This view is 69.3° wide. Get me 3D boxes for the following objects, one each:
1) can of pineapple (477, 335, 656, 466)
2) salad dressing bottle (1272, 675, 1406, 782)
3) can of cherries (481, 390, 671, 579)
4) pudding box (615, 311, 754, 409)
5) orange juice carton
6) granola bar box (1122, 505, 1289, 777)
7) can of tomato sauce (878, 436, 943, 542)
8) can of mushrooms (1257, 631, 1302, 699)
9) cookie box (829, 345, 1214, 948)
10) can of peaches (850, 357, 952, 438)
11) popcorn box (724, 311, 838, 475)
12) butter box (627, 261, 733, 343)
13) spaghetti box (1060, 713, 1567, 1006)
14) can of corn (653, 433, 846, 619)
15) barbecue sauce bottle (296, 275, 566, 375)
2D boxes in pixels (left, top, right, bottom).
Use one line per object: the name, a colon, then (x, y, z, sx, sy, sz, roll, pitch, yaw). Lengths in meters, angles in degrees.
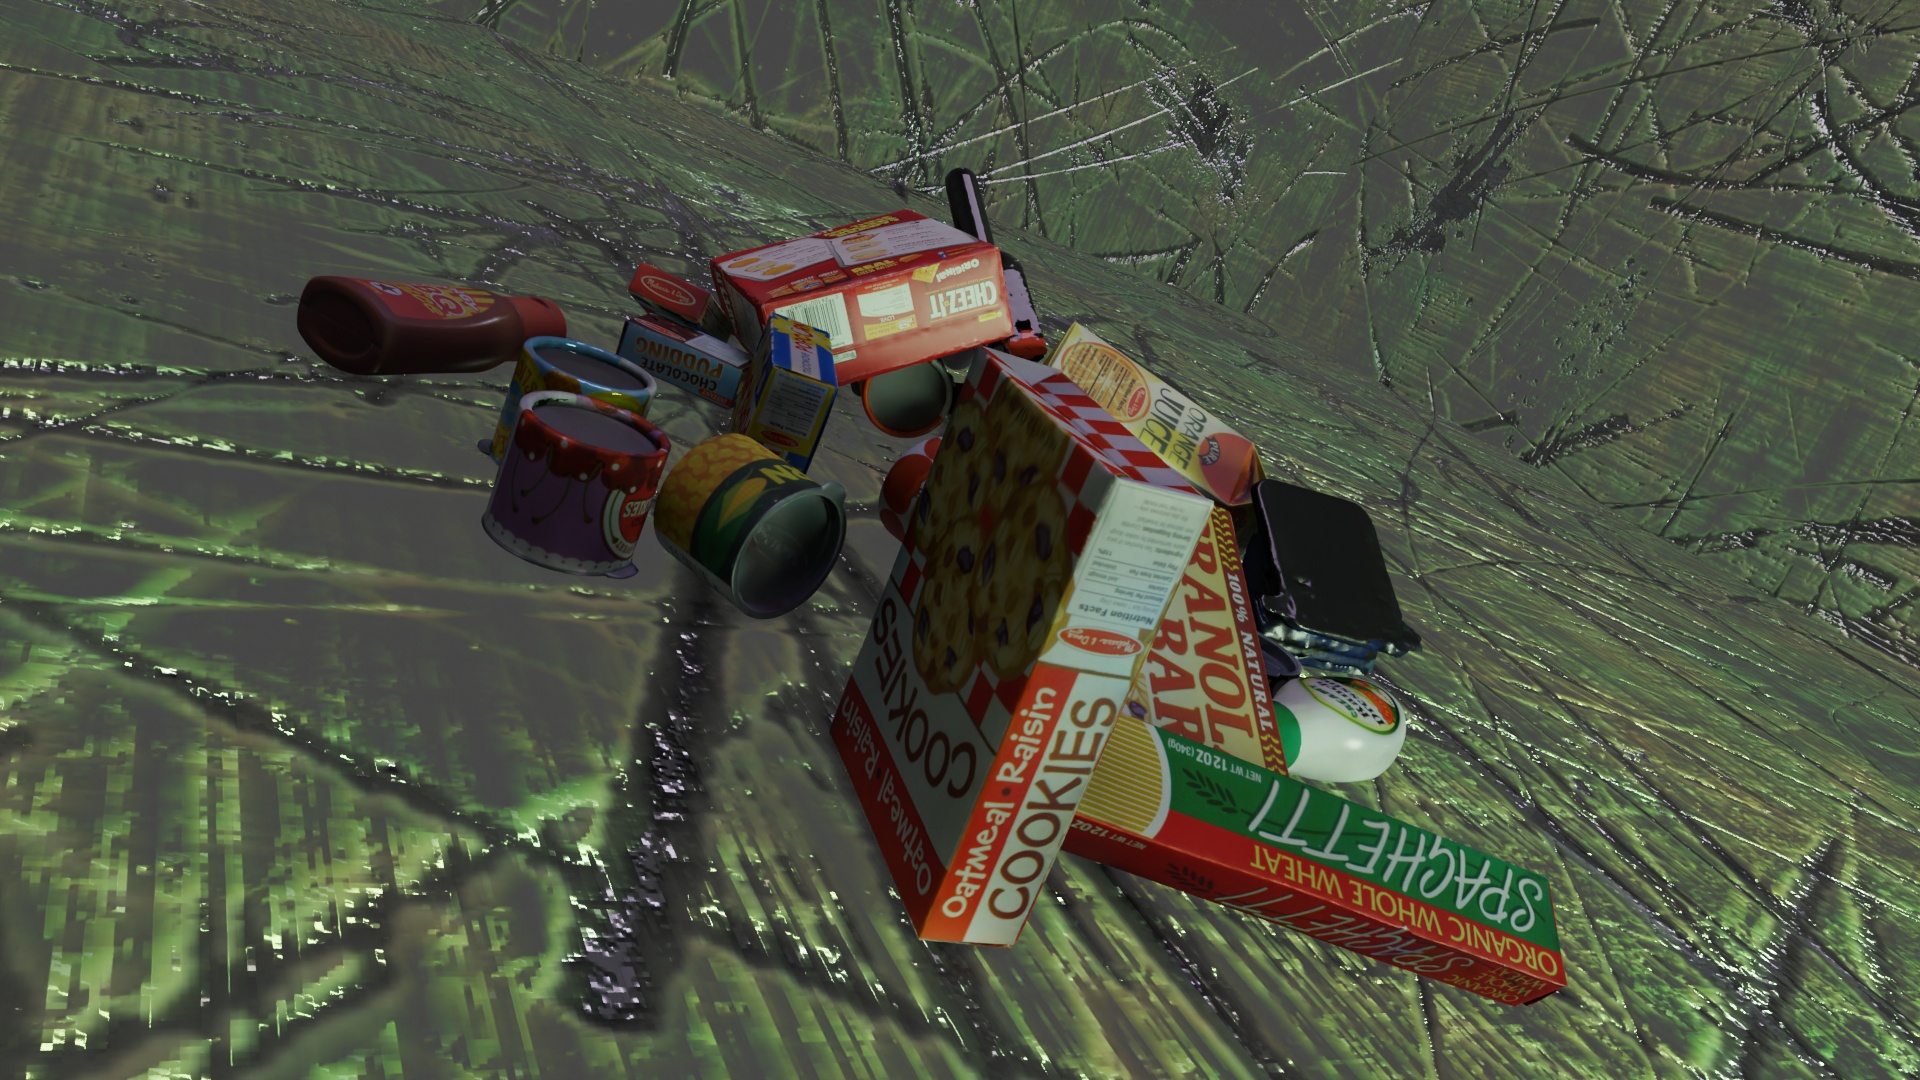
can of pineapple: (-0.188, -0.060, 0.671, 0.071, 0.057, 0.071, 22, 17, -7)
salad dressing bottle: (0.175, 0.097, 0.705, 0.148, 0.043, 0.064, 3, 29, -49)
can of cherries: (-0.162, -0.024, 0.598, 0.071, 0.058, 0.072, 21, 17, -7)
pudding box: (-0.176, -0.119, 0.908, 0.084, 0.030, 0.050, 24, 18, 2)
orange juice carton: (0.130, -0.056, 0.951, 0.193, 0.071, 0.073, 34, 47, -4)
granola bar box: (0.075, 0.045, 0.610, 0.124, 0.039, 0.166, 16, 49, -25)
can of tomato sauce: (0.003, -0.010, 0.764, 0.071, 0.071, 0.083, 6, 24, -45)
can of mushrooms: (0.153, 0.071, 0.771, 0.071, 0.033, 0.071, 22, 17, -7)
cookie box: (0.012, 0.033, 0.475, 0.040, 0.166, 0.123, 13, 20, -25)
can of peaches: (-0.043, -0.113, 1.010, 0.071, 0.071, 0.058, 19, 18, -15)
popcorn box: (-0.101, -0.069, 0.765, 0.038, 0.085, 0.127, 19, 18, -14)
butter box: (-0.192, -0.160, 0.964, 0.053, 0.024, 0.103, 25, -4, 1)
spaghetti box: (0.131, 0.122, 0.538, 0.250, 0.028, 0.050, 22, 49, -18)
can of corn: (-0.093, -0.009, 0.625, 0.058, 0.071, 0.071, 33, 19, 30)
barbecue sauce bottle: (-0.273, -0.114, 0.744, 0.065, 0.043, 0.149, 28, 17, 18)
